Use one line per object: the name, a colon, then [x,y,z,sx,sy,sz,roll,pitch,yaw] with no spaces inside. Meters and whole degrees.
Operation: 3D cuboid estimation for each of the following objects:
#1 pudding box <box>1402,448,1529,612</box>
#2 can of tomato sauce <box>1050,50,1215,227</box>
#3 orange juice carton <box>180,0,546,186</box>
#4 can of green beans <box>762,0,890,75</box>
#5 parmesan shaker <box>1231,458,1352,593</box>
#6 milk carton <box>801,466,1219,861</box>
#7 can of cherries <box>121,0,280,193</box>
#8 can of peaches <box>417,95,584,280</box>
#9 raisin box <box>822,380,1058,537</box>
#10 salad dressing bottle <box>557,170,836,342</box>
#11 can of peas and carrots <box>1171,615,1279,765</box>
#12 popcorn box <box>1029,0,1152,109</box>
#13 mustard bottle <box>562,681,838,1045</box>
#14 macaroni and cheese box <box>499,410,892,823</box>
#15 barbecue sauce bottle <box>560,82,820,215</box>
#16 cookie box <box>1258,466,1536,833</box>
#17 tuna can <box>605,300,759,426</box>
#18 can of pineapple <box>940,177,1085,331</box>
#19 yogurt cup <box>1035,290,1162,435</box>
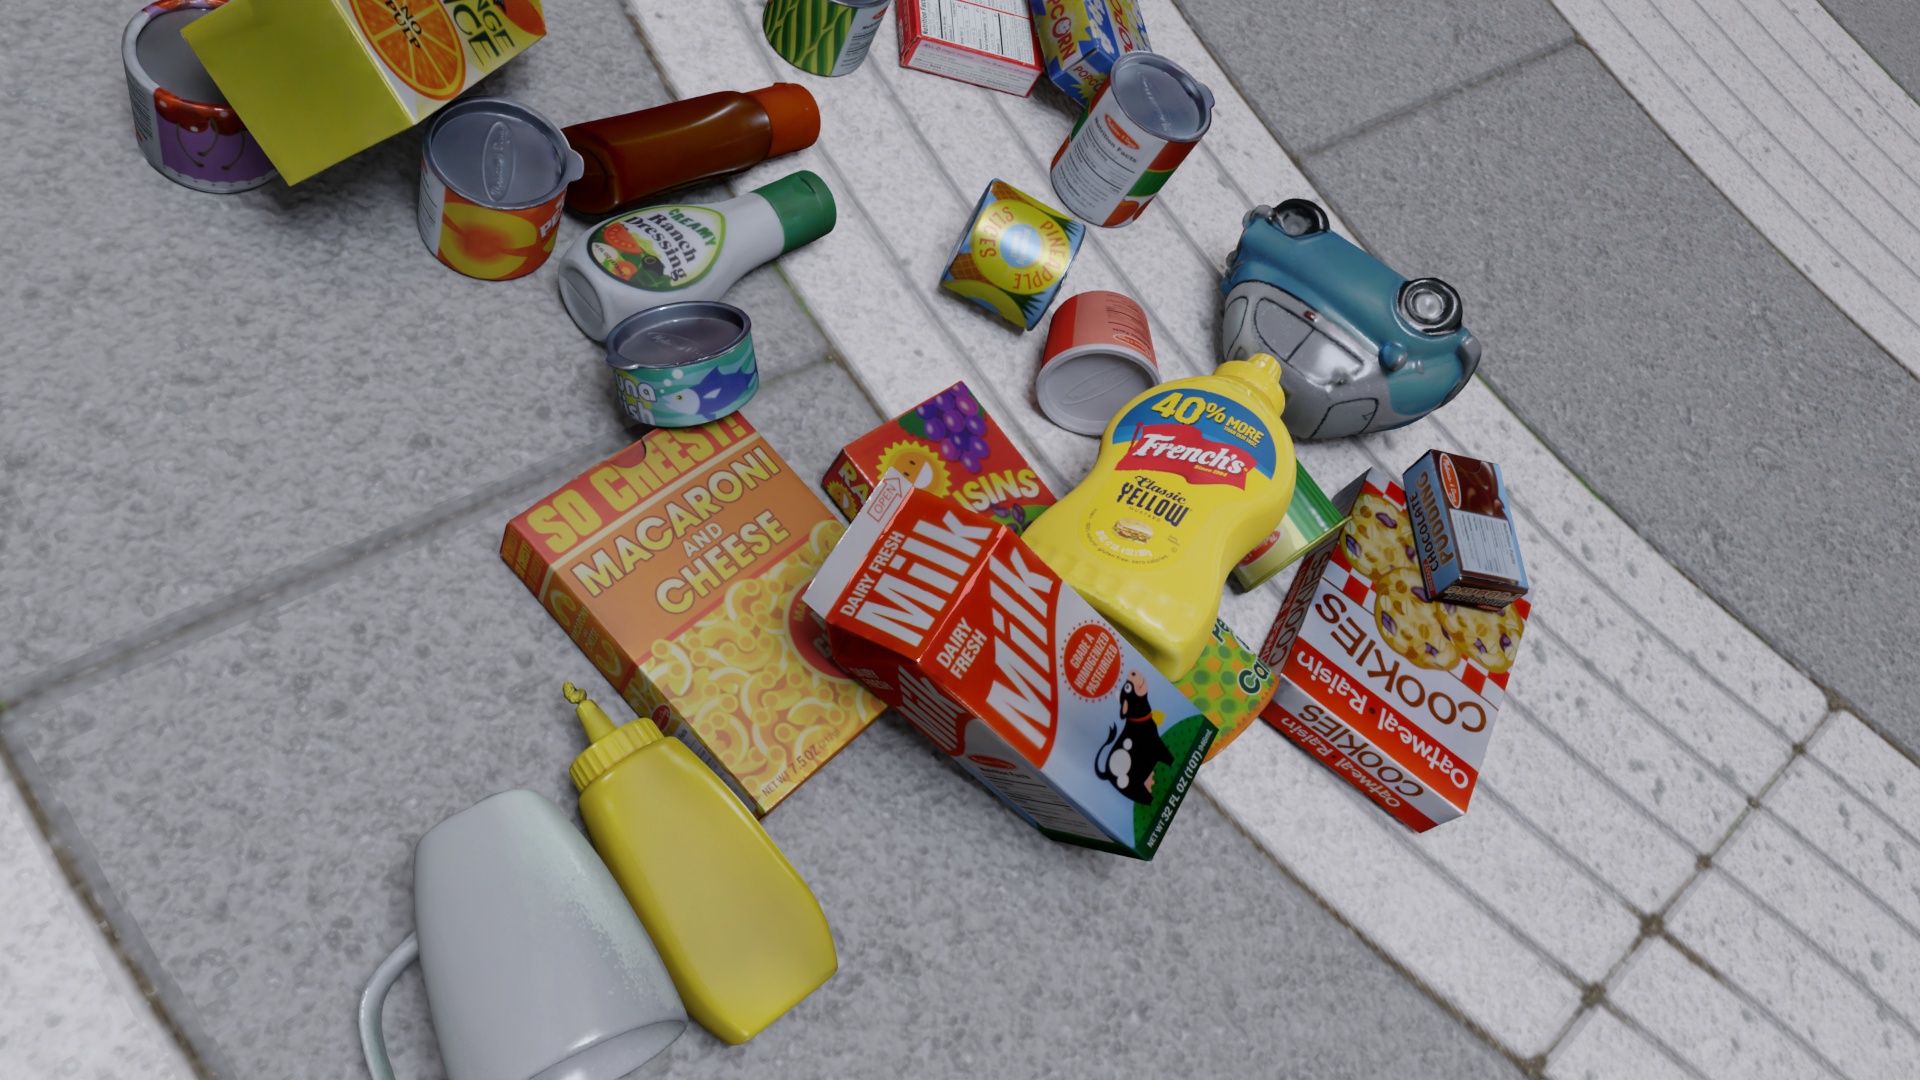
pudding box: [0.282,-0.006,0.775,0.050,0.030,0.084,9,59,-19]
can of tomato sauce: [0.102,-0.239,0.832,0.071,0.082,0.071,11,61,-19]
orange juice carton: [-0.257,-0.239,0.640,0.194,0.071,0.072,-79,146,-56]
can of green beans: [-0.076,-0.314,0.806,0.071,0.057,0.071,11,61,-19]
parmesan shaker: [0.154,-0.034,0.755,0.071,0.071,0.103,-27,78,-33]
milk carton: [0.017,0.055,0.601,0.190,0.073,0.072,42,66,-24]
can of cherries: [-0.336,-0.202,0.629,0.071,0.058,0.072,10,61,-19]
can of peaches: [-0.221,-0.167,0.663,0.071,0.057,0.071,11,60,-19]
raisin box: [0.002,-0.009,0.693,0.086,0.040,0.123,-34,83,-33]
salad dressing bottle: [-0.129,-0.148,0.703,0.148,0.043,0.064,-33,71,-34]
can of peas and carrots: [0.116,0.068,0.684,0.059,0.070,0.071,46,55,3]
popcorn box: [0.082,-0.329,0.878,0.085,0.038,0.127,19,52,-49]
mustard bottle: [-0.115,0.123,0.564,0.065,0.048,0.160,-29,78,-32]
macaroni and cheese box: [-0.103,0.027,0.625,0.166,0.040,0.124,48,55,4]
barbecue sauce bottle: [-0.138,-0.208,0.724,0.149,0.065,0.043,-31,124,-40]
cookie box: [0.239,0.057,0.765,0.123,0.040,0.168,37,54,-3]
tuna can: [-0.129,-0.081,0.638,0.071,0.032,0.071,-3,35,2]
can of pineapple: [0.029,-0.158,0.765,0.058,0.070,0.071,26,57,-9]
yogurt cup: [0.076,-0.099,0.760,0.072,0.072,0.054,17,50,-16]
